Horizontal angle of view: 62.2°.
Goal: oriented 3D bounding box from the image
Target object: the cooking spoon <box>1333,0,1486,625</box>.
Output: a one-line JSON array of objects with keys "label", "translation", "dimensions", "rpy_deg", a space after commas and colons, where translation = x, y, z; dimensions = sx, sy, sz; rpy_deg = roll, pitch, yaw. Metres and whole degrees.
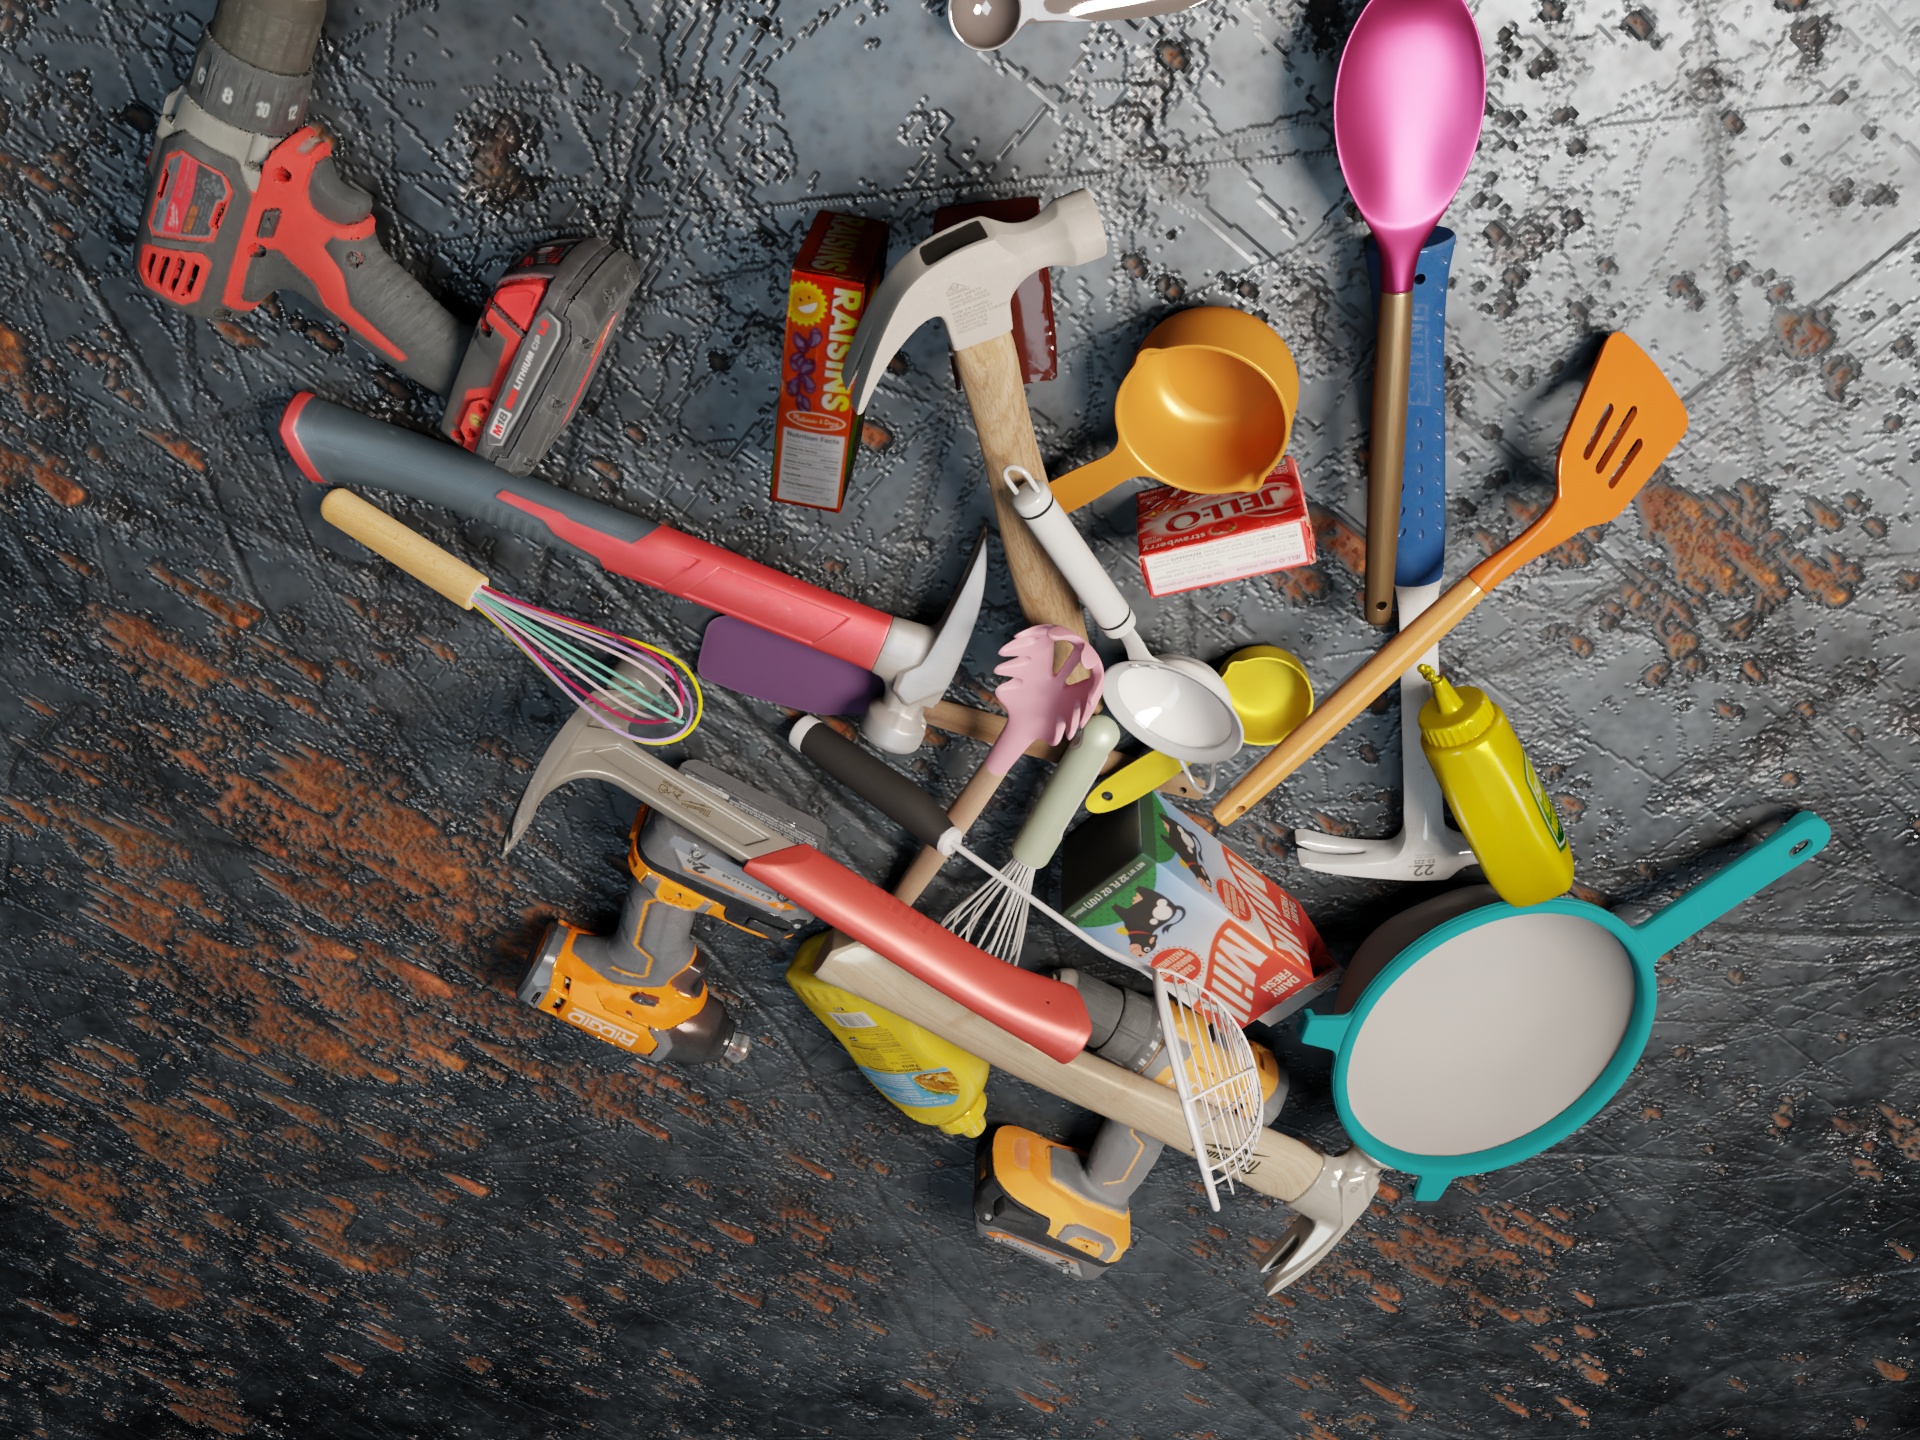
[{"label": "cooking spoon", "translation": [0.208, -0.183, 0.767], "dimensions": [0.068, 0.017, 0.318], "rpy_deg": [-8, 124, -2]}]

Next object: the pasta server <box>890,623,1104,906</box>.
[{"label": "pasta server", "translation": [0.006, 0.045, 0.940], "dimensions": [0.060, 0.040, 0.316], "rpy_deg": [42, 137, 8]}]

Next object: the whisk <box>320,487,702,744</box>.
[{"label": "whisk", "translation": [-0.251, -0.062, 0.895], "dimensions": [0.245, 0.051, 0.047], "rpy_deg": [32, 104, 2]}]

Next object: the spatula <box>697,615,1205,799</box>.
[{"label": "spatula", "translation": [-0.002, -0.003, 0.956], "dimensions": [0.316, 0.018, 0.059], "rpy_deg": [17, 121, -7]}]

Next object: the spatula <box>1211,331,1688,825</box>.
[{"label": "spatula", "translation": [0.250, -0.059, 0.839], "dimensions": [0.081, 0.041, 0.322], "rpy_deg": [34, 110, -31]}]

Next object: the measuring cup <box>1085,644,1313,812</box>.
[{"label": "measuring cup", "translation": [0.138, 0.008, 0.943], "dimensions": [0.156, 0.029, 0.062], "rpy_deg": [-34, 109, 25]}]

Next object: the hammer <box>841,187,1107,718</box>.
[{"label": "hammer", "translation": [0.031, -0.108, 0.817], "dimensions": [0.130, 0.031, 0.331], "rpy_deg": [-20, 139, -1]}]

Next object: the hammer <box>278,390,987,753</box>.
[{"label": "hammer", "translation": [-0.177, -0.109, 0.878], "dimensions": [0.386, 0.038, 0.143], "rpy_deg": [21, 115, -8]}]

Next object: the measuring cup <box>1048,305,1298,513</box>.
[{"label": "measuring cup", "translation": [0.097, -0.152, 0.829], "dimensions": [0.173, 0.052, 0.095], "rpy_deg": [-23, 121, 42]}]

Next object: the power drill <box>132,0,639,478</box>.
[{"label": "power drill", "translation": [-0.276, -0.243, 0.774], "dimensions": [0.226, 0.080, 0.187], "rpy_deg": [28, 122, -12]}]

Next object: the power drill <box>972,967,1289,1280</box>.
[{"label": "power drill", "translation": [0.091, 0.277, 1.112], "dimensions": [0.185, 0.084, 0.226], "rpy_deg": [29, 118, -15]}]

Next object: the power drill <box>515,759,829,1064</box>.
[{"label": "power drill", "translation": [-0.175, 0.142, 1.038], "dimensions": [0.164, 0.084, 0.226], "rpy_deg": [29, 127, -16]}]

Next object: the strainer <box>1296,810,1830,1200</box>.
[{"label": "strainer", "translation": [0.370, 0.142, 0.997], "dimensions": [0.340, 0.095, 0.210], "rpy_deg": [-35, 120, 5]}]

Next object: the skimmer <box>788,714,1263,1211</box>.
[{"label": "skimmer", "translation": [0.023, 0.125, 0.900], "dimensions": [0.363, 0.090, 0.127], "rpy_deg": [35, 171, 21]}]

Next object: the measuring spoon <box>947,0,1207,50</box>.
[{"label": "measuring spoon", "translation": [0.055, -0.330, 0.725], "dimensions": [0.124, 0.018, 0.034], "rpy_deg": [-6, 125, 0]}]

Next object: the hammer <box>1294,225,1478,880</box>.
[{"label": "hammer", "translation": [0.247, -0.068, 0.879], "dimensions": [0.144, 0.035, 0.405], "rpy_deg": [-7, 125, 9]}]

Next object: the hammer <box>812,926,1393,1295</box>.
[{"label": "hammer", "translation": [0.086, 0.244, 1.032], "dimensions": [0.410, 0.038, 0.146], "rpy_deg": [28, 110, -14]}]

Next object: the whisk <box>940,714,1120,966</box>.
[{"label": "whisk", "translation": [0.041, 0.089, 0.987], "dimensions": [0.059, 0.058, 0.246], "rpy_deg": [22, 127, -6]}]

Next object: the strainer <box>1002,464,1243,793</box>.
[{"label": "strainer", "translation": [0.089, -0.050, 0.847], "dimensions": [0.087, 0.050, 0.258], "rpy_deg": [6, 149, 39]}]

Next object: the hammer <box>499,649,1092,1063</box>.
[{"label": "hammer", "translation": [-0.082, 0.106, 0.932], "dimensions": [0.359, 0.149, 0.036], "rpy_deg": [33, 142, -8]}]
